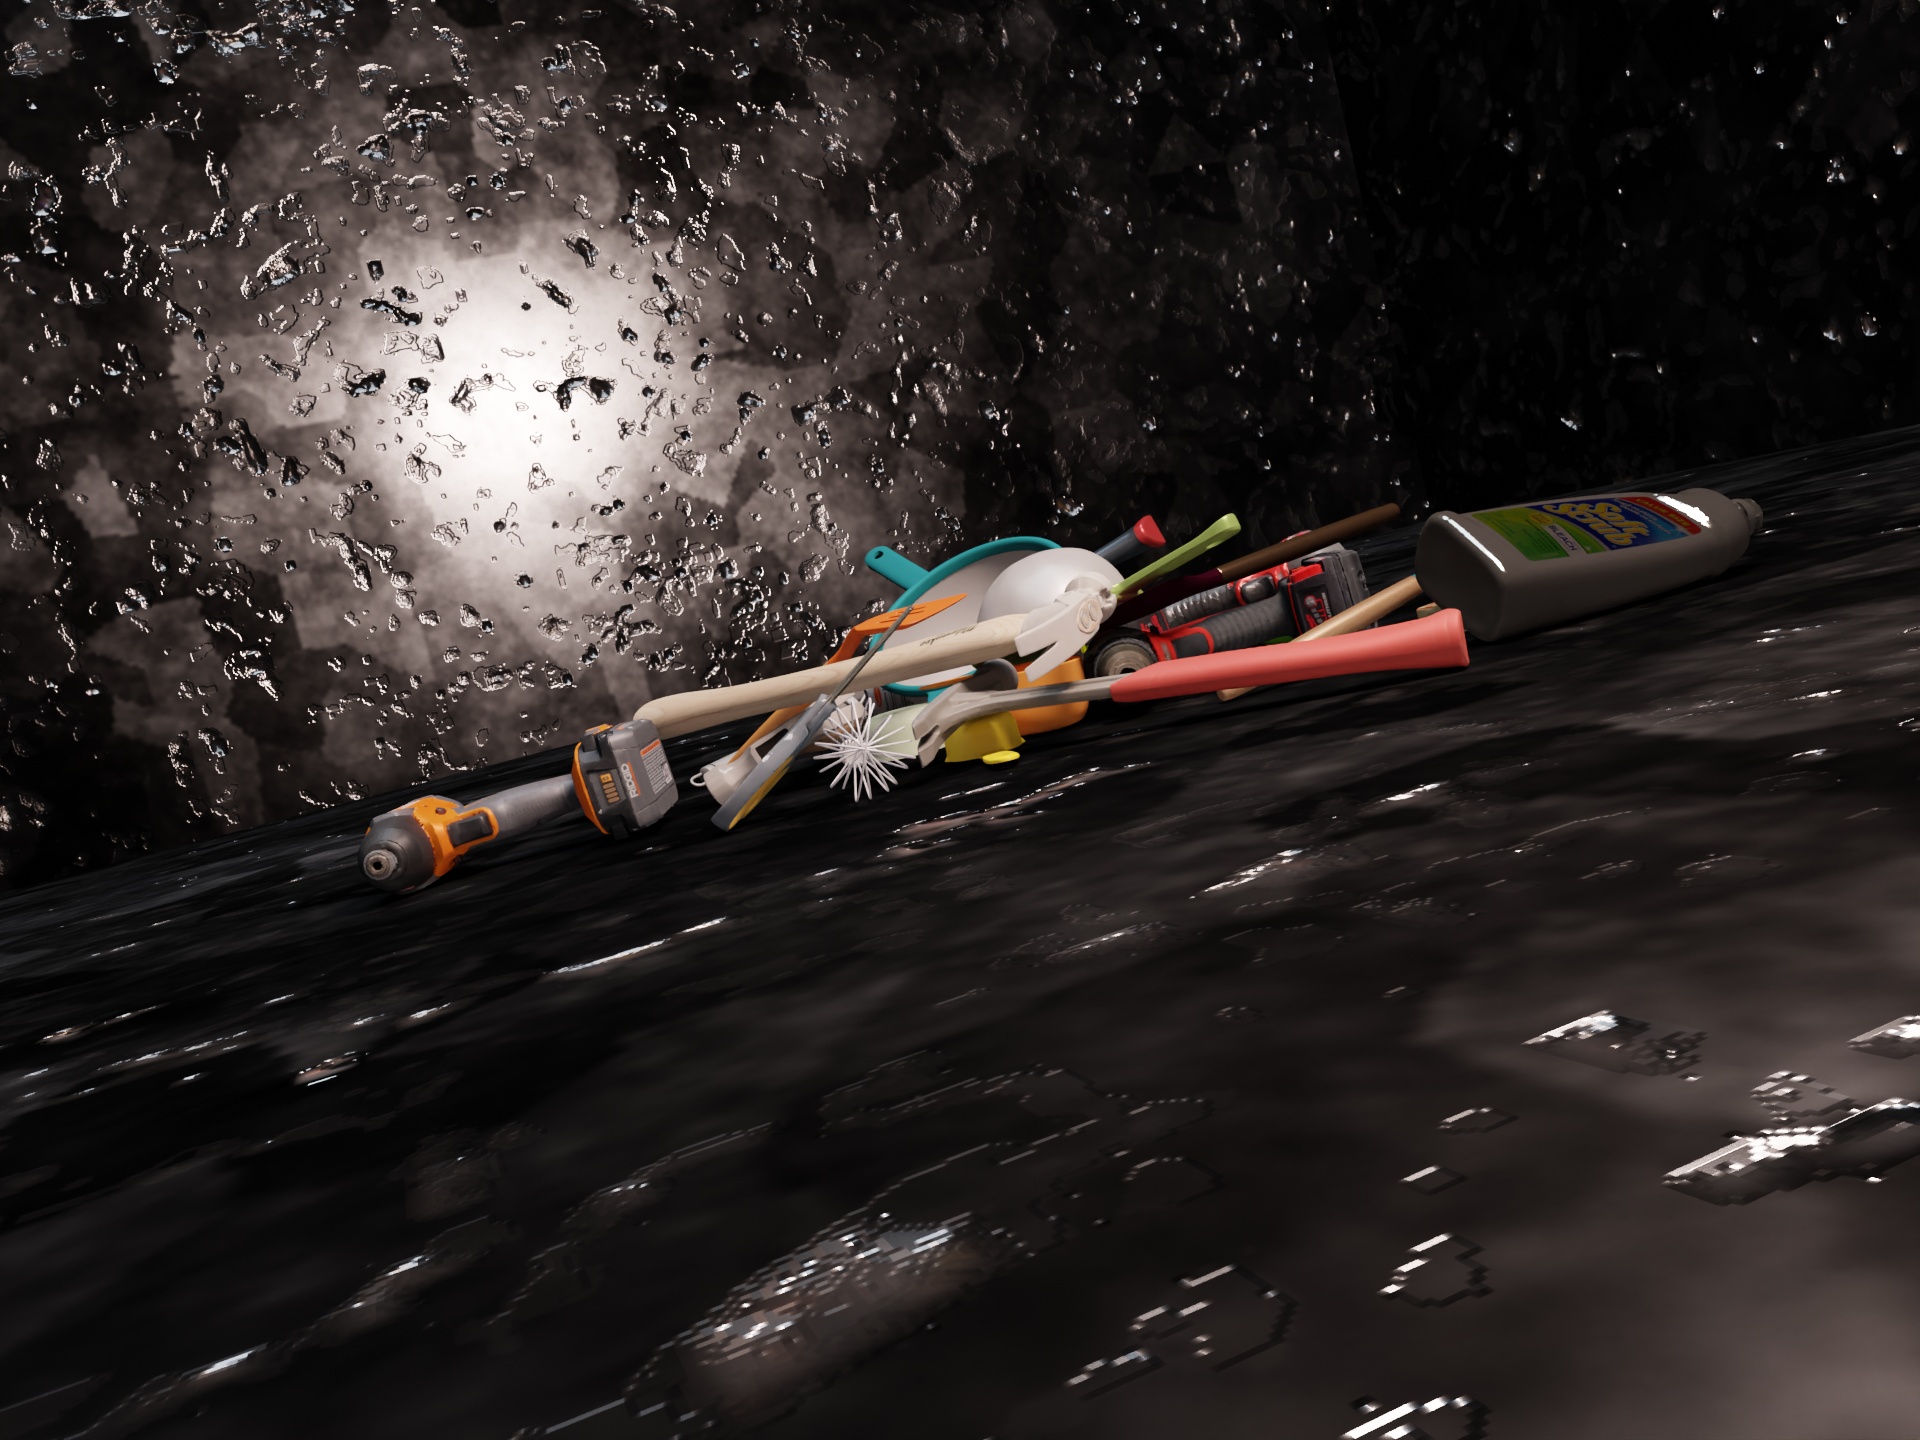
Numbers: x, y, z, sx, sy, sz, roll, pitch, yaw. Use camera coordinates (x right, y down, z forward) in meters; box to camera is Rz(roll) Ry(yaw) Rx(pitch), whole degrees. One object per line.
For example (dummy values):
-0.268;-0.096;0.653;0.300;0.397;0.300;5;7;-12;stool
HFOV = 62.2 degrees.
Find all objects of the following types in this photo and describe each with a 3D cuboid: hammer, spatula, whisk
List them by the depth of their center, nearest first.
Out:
0.148;-0.027;1.055;0.359;0.036;0.149;-7;17;25;hammer
-0.077;0.024;1.166;0.070;0.070;0.284;-14;0;-7;whisk
0.322;-0.079;1.174;0.317;0.044;0.082;-28;11;-18;spatula
-0.090;-0.030;1.198;0.410;0.038;0.146;-13;16;30;hammer
-0.116;-0.025;1.358;0.322;0.041;0.081;-41;-5;41;spatula
-0.124;0.012;1.397;0.130;0.031;0.331;-34;-1;7;hammer
0.047;-0.112;1.741;0.386;0.038;0.143;-29;-10;0;hammer

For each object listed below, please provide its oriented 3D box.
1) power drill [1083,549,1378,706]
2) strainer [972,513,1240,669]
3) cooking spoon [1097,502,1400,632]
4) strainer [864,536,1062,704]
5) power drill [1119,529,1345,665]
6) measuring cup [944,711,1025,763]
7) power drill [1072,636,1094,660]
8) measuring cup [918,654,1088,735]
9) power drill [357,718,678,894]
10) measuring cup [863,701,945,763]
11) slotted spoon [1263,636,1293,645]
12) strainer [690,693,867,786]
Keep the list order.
0.204;-0.064;1.239;0.226;0.080;0.188;-16;4;5;power drill
0.105;-0.119;1.252;0.256;0.069;0.151;-29;-12;37;strainer
0.225;-0.121;1.266;0.319;0.017;0.068;-22;-7;-22;cooking spoon
-0.001;-0.090;1.531;0.211;0.095;0.341;-39;32;-9;strainer
0.232;-0.104;1.389;0.219;0.078;0.143;-22;7;6;power drill
0.021;0.012;1.127;0.062;0.029;0.156;-14;4;-6;measuring cup
0.103;-0.079;1.653;0.171;0.080;0.223;-17;0;28;power drill
0.028;-0.014;1.265;0.095;0.052;0.174;-16;5;-41;measuring cup
-0.340;0.071;1.208;0.226;0.084;0.164;-18;6;-1;power drill
-0.002;-0.004;1.327;0.167;0.038;0.083;-17;5;-15;measuring cup
0.245;-0.074;1.521;0.070;0.031;0.314;-20;5;-28;slotted spoon
-0.175;0.020;1.548;0.087;0.050;0.258;35;34;19;strainer
